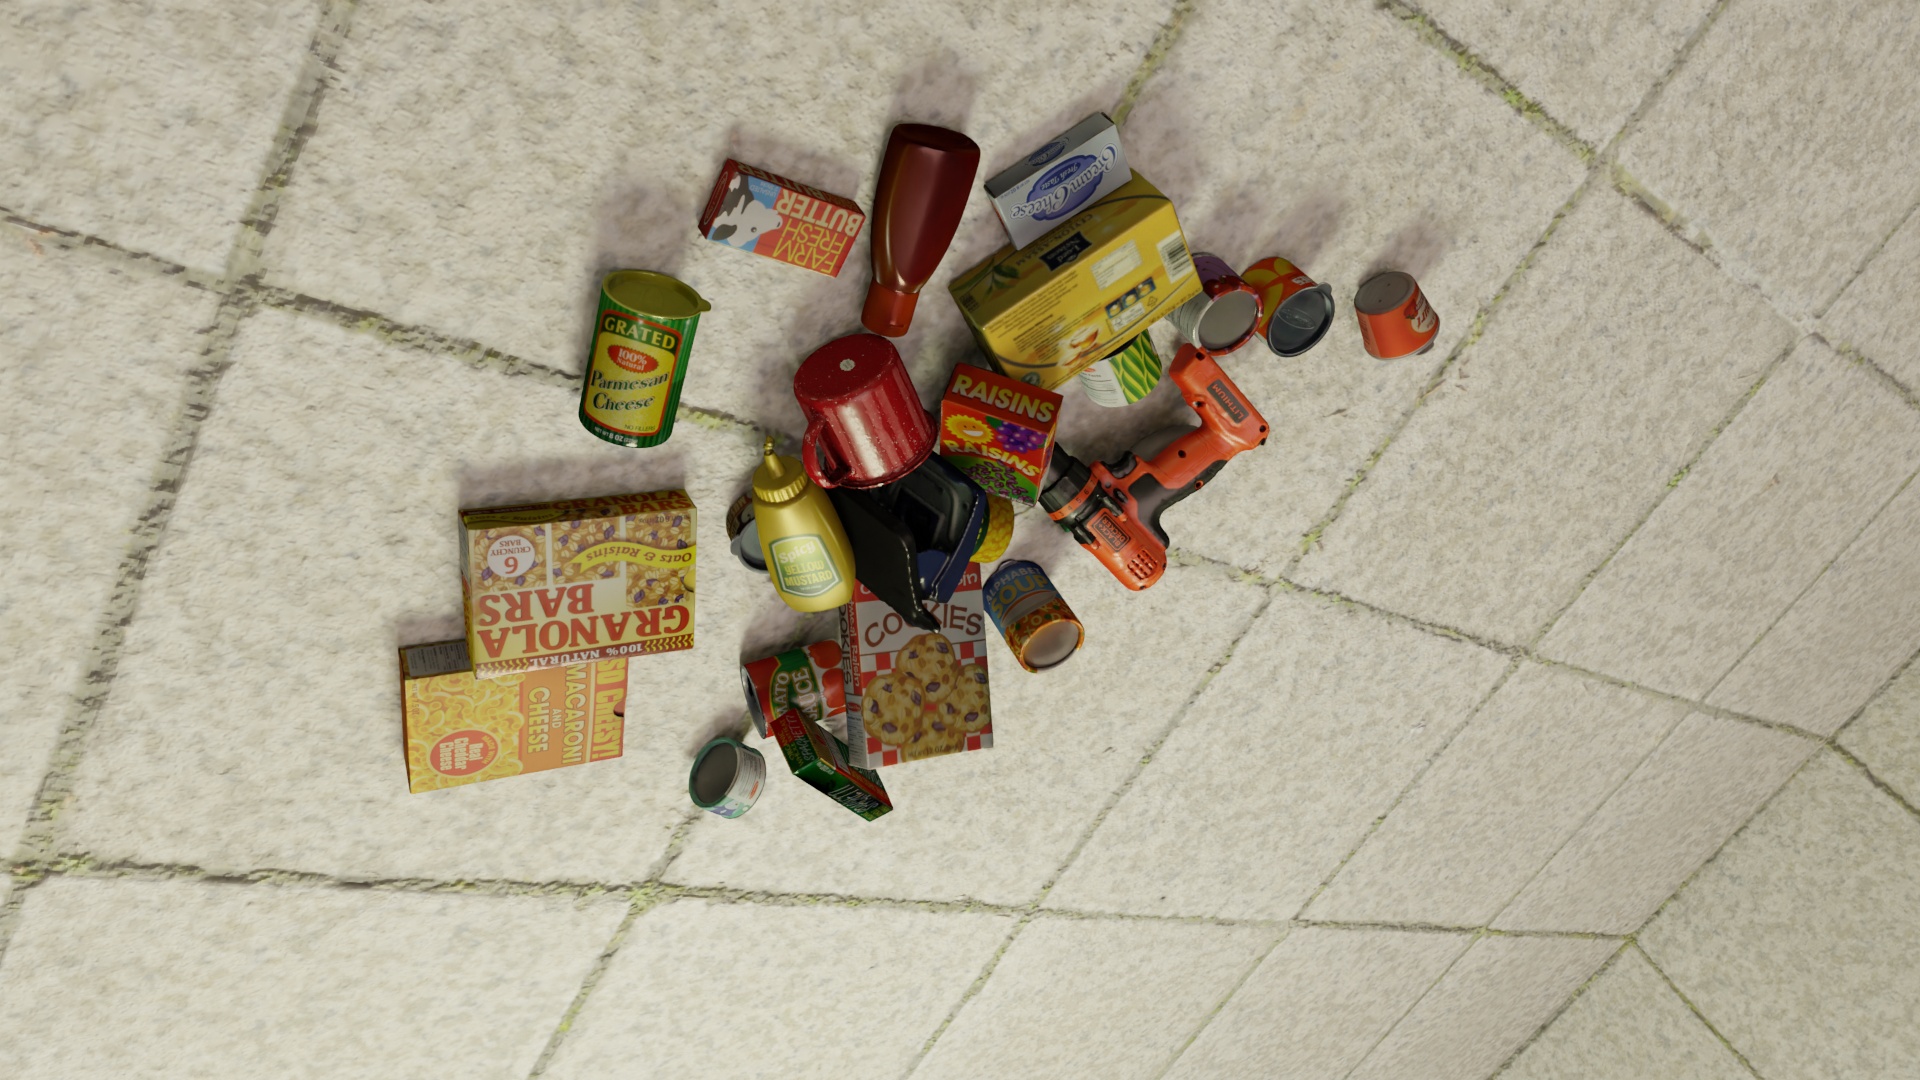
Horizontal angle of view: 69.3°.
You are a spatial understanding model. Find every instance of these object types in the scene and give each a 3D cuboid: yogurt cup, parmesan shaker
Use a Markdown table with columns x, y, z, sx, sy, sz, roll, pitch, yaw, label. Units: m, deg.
| x | y | z | sx | sy | sz | roll | pitch | yaw | label |
| --- | --- | --- | --- | --- | --- | --- | --- | --- | --- |
| 0.382 | -0.200 | 1.225 | 0.072 | 0.072 | 0.053 | -37 | 128 | 2 | yogurt cup |
| -0.214 | -0.121 | 0.938 | 0.071 | 0.071 | 0.102 | 0 | 126 | -30 | parmesan shaker |

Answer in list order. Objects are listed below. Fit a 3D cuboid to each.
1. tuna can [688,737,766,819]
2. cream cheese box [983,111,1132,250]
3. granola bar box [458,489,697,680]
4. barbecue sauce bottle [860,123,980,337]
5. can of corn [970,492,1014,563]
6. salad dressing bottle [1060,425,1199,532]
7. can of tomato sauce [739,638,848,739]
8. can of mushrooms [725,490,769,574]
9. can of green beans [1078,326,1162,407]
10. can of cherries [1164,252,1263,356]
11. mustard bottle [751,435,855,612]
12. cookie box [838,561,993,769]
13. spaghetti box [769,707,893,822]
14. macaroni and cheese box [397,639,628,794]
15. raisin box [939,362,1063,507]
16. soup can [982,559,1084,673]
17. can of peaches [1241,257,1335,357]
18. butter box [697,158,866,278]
| x | y | z | sx | sy | sz | roll | pitch | yaw | label |
| --- | --- | --- | --- | --- | --- | --- | --- | --- | --- |
| -0.208 | 0.209 | 1.225 | 0.071 | 0.071 | 0.033 | -45 | 134 | 10 | tuna can |
| 0.072 | -0.263 | 1.018 | 0.104 | 0.024 | 0.053 | -33 | 137 | -2 | cream cheese box |
| -0.281 | 0.032 | 1.033 | 0.166 | 0.039 | 0.123 | -7 | 118 | -26 | granola bar box |
| -0.035 | -0.216 | 0.981 | 0.065 | 0.044 | 0.147 | -1 | 127 | -29 | barbecue sauce bottle |
| 0.004 | -0.014 | 1.154 | 0.058 | 0.071 | 0.071 | 9 | 121 | -36 | can of corn |
| 0.152 | -0.053 | 1.228 | 0.148 | 0.044 | 0.064 | -24 | 123 | -9 | salad dressing bottle |
| -0.139 | 0.127 | 1.190 | 0.083 | 0.071 | 0.070 | -16 | 133 | -18 | can of tomato sauce |
| -0.152 | -0.009 | 1.095 | 0.071 | 0.033 | 0.070 | -16 | 134 | -18 | can of mushrooms |
| 0.123 | -0.149 | 1.113 | 0.071 | 0.071 | 0.057 | -34 | 136 | -1 | can of green beans |
| 0.206 | -0.192 | 1.131 | 0.072 | 0.058 | 0.071 | -16 | 133 | -18 | can of cherries |
| -0.124 | -0.014 | 1.040 | 0.065 | 0.049 | 0.159 | -11 | 133 | 6 | mustard bottle |
| -0.039 | 0.100 | 1.183 | 0.123 | 0.040 | 0.167 | -5 | 91 | -30 | cookie box |
| -0.109 | 0.203 | 1.229 | 0.029 | 0.050 | 0.249 | -29 | 156 | 0 | spaghetti box |
| -0.349 | 0.131 | 1.092 | 0.167 | 0.040 | 0.123 | -6 | 130 | -25 | macaroni and cheese box |
| 0.030 | -0.080 | 1.075 | 0.123 | 0.086 | 0.040 | 94 | 17 | -65 | raisin box |
| 0.064 | 0.067 | 1.249 | 0.071 | 0.084 | 0.071 | -16 | 132 | -18 | soup can |
| 0.271 | -0.198 | 1.165 | 0.071 | 0.058 | 0.070 | -16 | 132 | -18 | can of peaches |
| -0.121 | -0.217 | 0.943 | 0.103 | 0.024 | 0.053 | 10 | 121 | -35 | butter box |
